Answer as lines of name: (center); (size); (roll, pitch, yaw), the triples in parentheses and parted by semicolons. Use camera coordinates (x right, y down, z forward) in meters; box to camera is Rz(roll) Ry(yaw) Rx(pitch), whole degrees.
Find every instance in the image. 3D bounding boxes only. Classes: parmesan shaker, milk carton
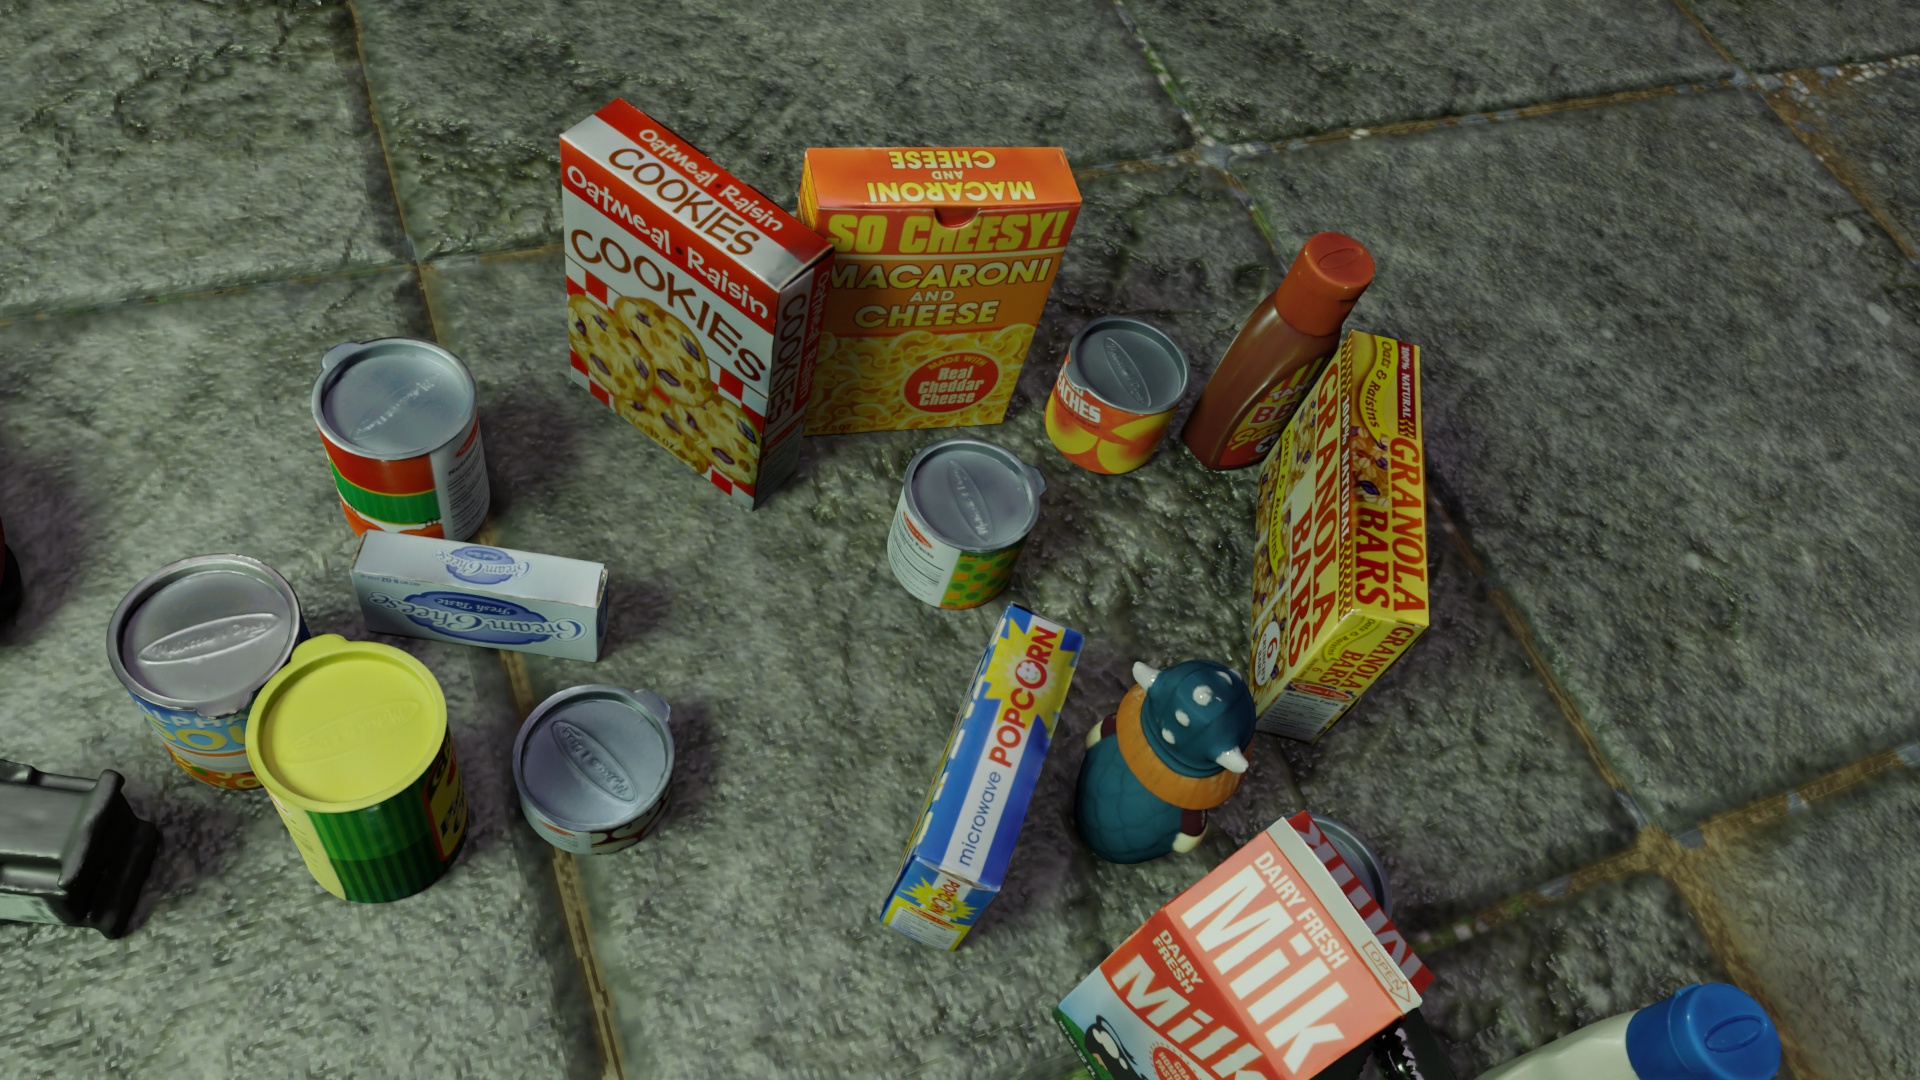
parmesan shaker: (-0.229, 0.090, 0.536); (0.071, 0.102, 0.071); (6, 57, -10)
milk carton: (0.104, 0.164, 0.515); (0.074, 0.189, 0.072); (-26, 67, -26)

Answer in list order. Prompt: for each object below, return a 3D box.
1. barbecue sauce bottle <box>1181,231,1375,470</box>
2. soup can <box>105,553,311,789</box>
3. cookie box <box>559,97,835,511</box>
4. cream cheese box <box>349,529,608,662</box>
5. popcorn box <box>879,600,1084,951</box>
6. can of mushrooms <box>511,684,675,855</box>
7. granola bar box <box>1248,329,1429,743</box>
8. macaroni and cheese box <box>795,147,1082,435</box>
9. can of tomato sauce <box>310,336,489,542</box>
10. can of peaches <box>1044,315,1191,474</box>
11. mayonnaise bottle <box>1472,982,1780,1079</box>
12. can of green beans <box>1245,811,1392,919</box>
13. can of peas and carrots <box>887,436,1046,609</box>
barbecue sauce bottle: (0.167, -0.097, 0.725); (0.065, 0.147, 0.044); (-22, 65, -25)
soup can: (-0.291, 0.057, 0.554); (0.071, 0.083, 0.072); (6, 57, -10)
cookie box: (-0.126, -0.104, 0.648); (0.123, 0.166, 0.040); (36, 57, 10)
cream cheese box: (-0.209, 0.025, 0.613); (0.104, 0.053, 0.024); (9, 56, -8)
popcorn box: (0.009, 0.102, 0.596); (0.038, 0.084, 0.127); (22, 55, 1)
can of mushrooms: (-0.154, 0.096, 0.592); (0.071, 0.033, 0.071); (6, 57, -10)
granola bar box: (0.184, -0.001, 0.681); (0.039, 0.123, 0.166); (14, 56, -4)
macaroni and cheese box: (-0.022, -0.117, 0.682); (0.124, 0.165, 0.040); (-5, 59, -17)
can of tomato sauce: (-0.252, -0.041, 0.628); (0.071, 0.082, 0.071); (6, 57, -10)
can of peaches: (0.081, -0.077, 0.746); (0.071, 0.057, 0.071); (6, 57, -10)
mayonnaise bottle: (0.257, 0.212, 0.546); (0.065, 0.147, 0.041); (-12, 61, -20)
can of green beans: (0.145, 0.160, 0.608); (0.071, 0.057, 0.071); (6, 57, -10)
can of peas and carrots: (0.002, -0.009, 0.682); (0.071, 0.058, 0.071); (6, 57, -10)
